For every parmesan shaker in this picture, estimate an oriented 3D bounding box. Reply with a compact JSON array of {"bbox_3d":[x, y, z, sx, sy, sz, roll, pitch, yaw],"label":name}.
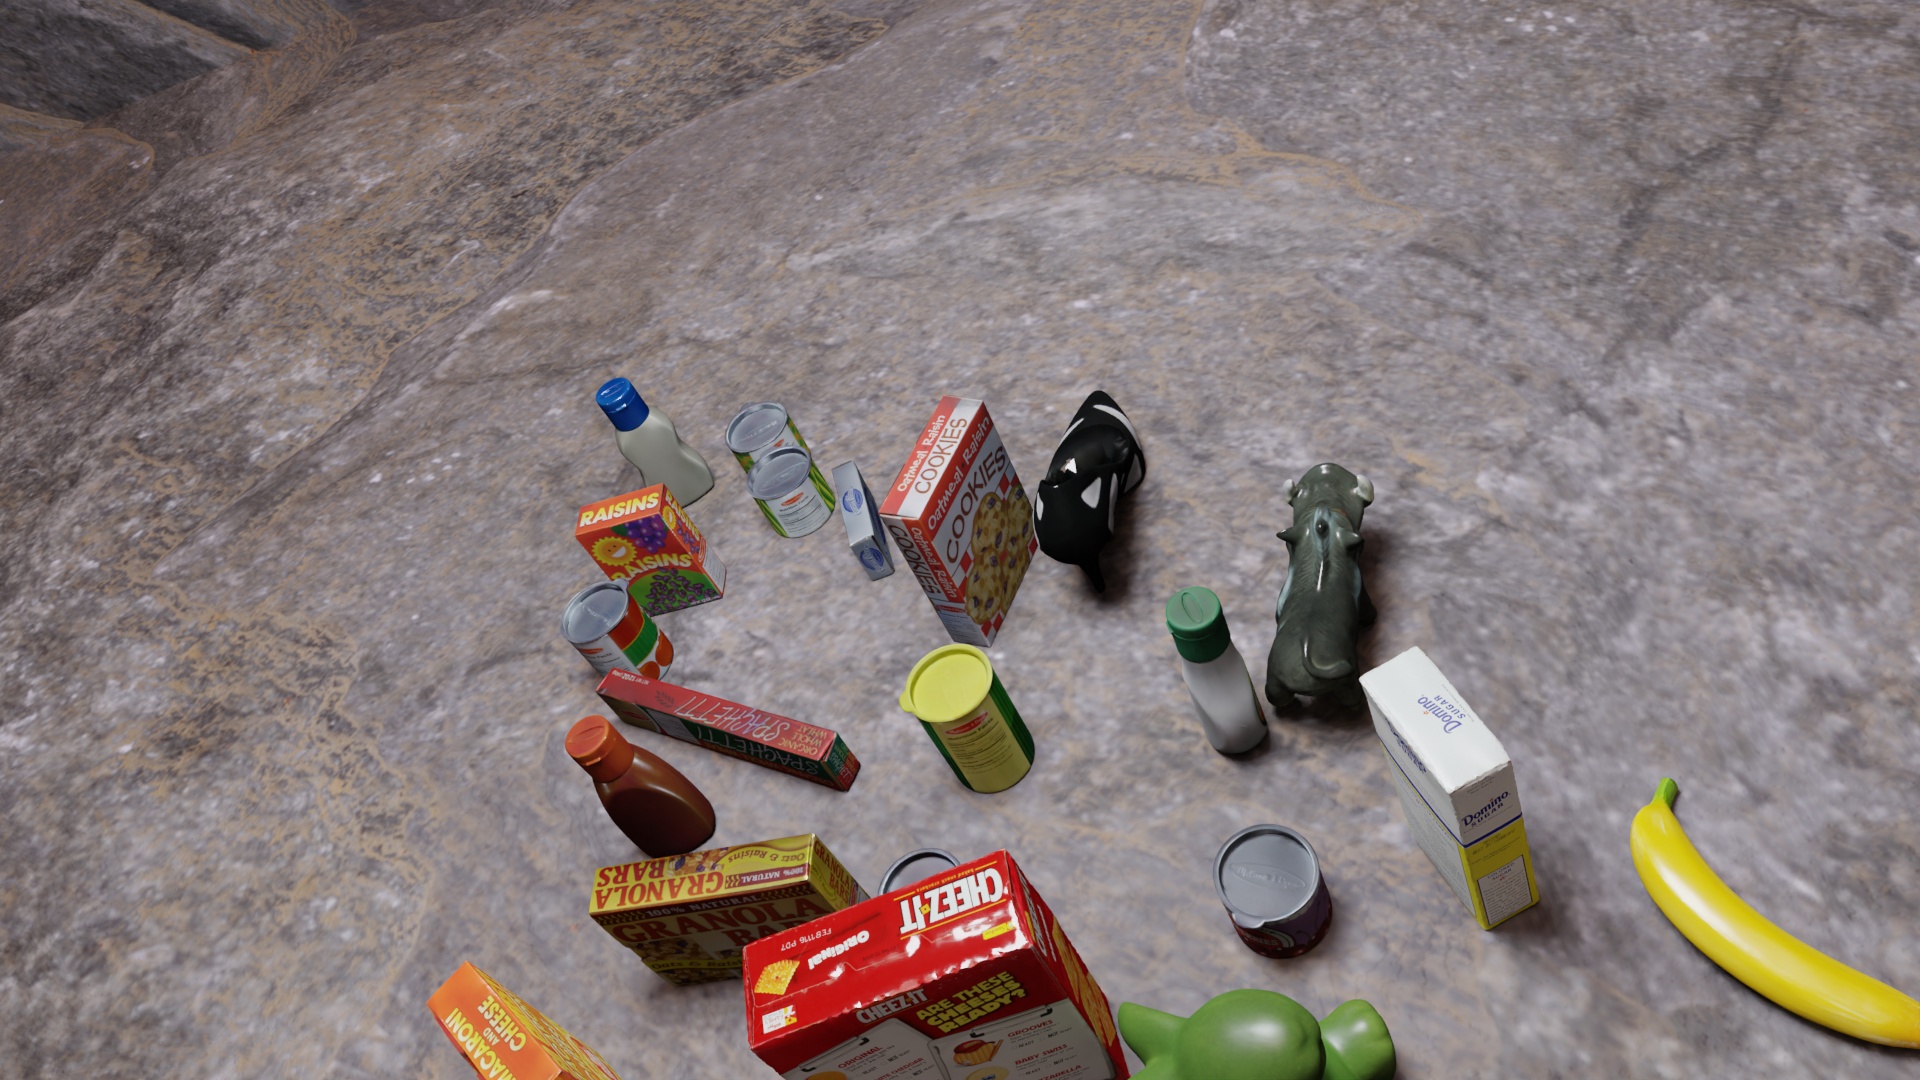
[{"bbox_3d":[0.006,0.133,1.021,0.071,0.102,0.072,-13,47,14],"label":"parmesan shaker"}]

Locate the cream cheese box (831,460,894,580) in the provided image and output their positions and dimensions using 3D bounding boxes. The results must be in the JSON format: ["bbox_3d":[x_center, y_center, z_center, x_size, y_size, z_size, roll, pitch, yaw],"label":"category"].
[{"bbox_3d":[-0.087,-0.018,1.235,0.024,0.053,0.104,-23,45,5],"label":"cream cheese box"}]

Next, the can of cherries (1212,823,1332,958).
[{"bbox_3d":[0.197,0.225,0.881,0.071,0.058,0.072,-13,47,14],"label":"can of cherries"}]

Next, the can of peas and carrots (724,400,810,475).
[{"bbox_3d":[-0.187,-0.093,1.345,0.071,0.058,0.071,-13,47,14],"label":"can of peas and carrots"}]

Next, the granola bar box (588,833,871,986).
[{"bbox_3d":[-0.154,0.261,0.967,0.165,0.123,0.039,-12,47,15],"label":"granola bar box"}]

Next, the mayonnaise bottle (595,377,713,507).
[{"bbox_3d":[-0.296,-0.093,1.333,0.065,0.147,0.041,-30,45,-2],"label":"mayonnaise bottle"}]

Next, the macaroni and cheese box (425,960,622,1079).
[{"bbox_3d":[-0.260,0.354,0.903,0.124,0.165,0.040,27,66,39],"label":"macaroni and cheese box"}]

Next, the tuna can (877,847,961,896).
[{"bbox_3d":[-0.022,0.255,0.975,0.071,0.032,0.071,-13,47,14],"label":"tuna can"}]

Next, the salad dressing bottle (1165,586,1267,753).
[{"bbox_3d":[0.174,0.090,0.950,0.044,0.147,0.064,-25,45,4],"label":"salad dressing bottle"}]

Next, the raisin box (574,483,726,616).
[{"bbox_3d":[-0.276,0.010,1.248,0.086,0.123,0.040,-14,47,14],"label":"raisin box"}]

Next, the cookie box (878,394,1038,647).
[{"bbox_3d":[0.004,-0.014,1.108,0.040,0.166,0.123,7,54,30],"label":"cookie box"}]

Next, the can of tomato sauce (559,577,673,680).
[{"bbox_3d":[-0.300,0.084,1.222,0.071,0.082,0.071,-13,47,14],"label":"can of tomato sauce"}]

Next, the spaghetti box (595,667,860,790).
[{"bbox_3d":[-0.193,0.153,1.134,0.250,0.050,0.029,10,56,32],"label":"spaghetti box"}]

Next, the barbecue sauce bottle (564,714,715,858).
[{"bbox_3d":[-0.247,0.188,1.058,0.065,0.148,0.044,-22,45,6],"label":"barbecue sauce bottle"}]

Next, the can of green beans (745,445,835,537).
[{"bbox_3d":[-0.157,-0.045,1.289,0.071,0.057,0.071,-13,47,14],"label":"can of green beans"}]
